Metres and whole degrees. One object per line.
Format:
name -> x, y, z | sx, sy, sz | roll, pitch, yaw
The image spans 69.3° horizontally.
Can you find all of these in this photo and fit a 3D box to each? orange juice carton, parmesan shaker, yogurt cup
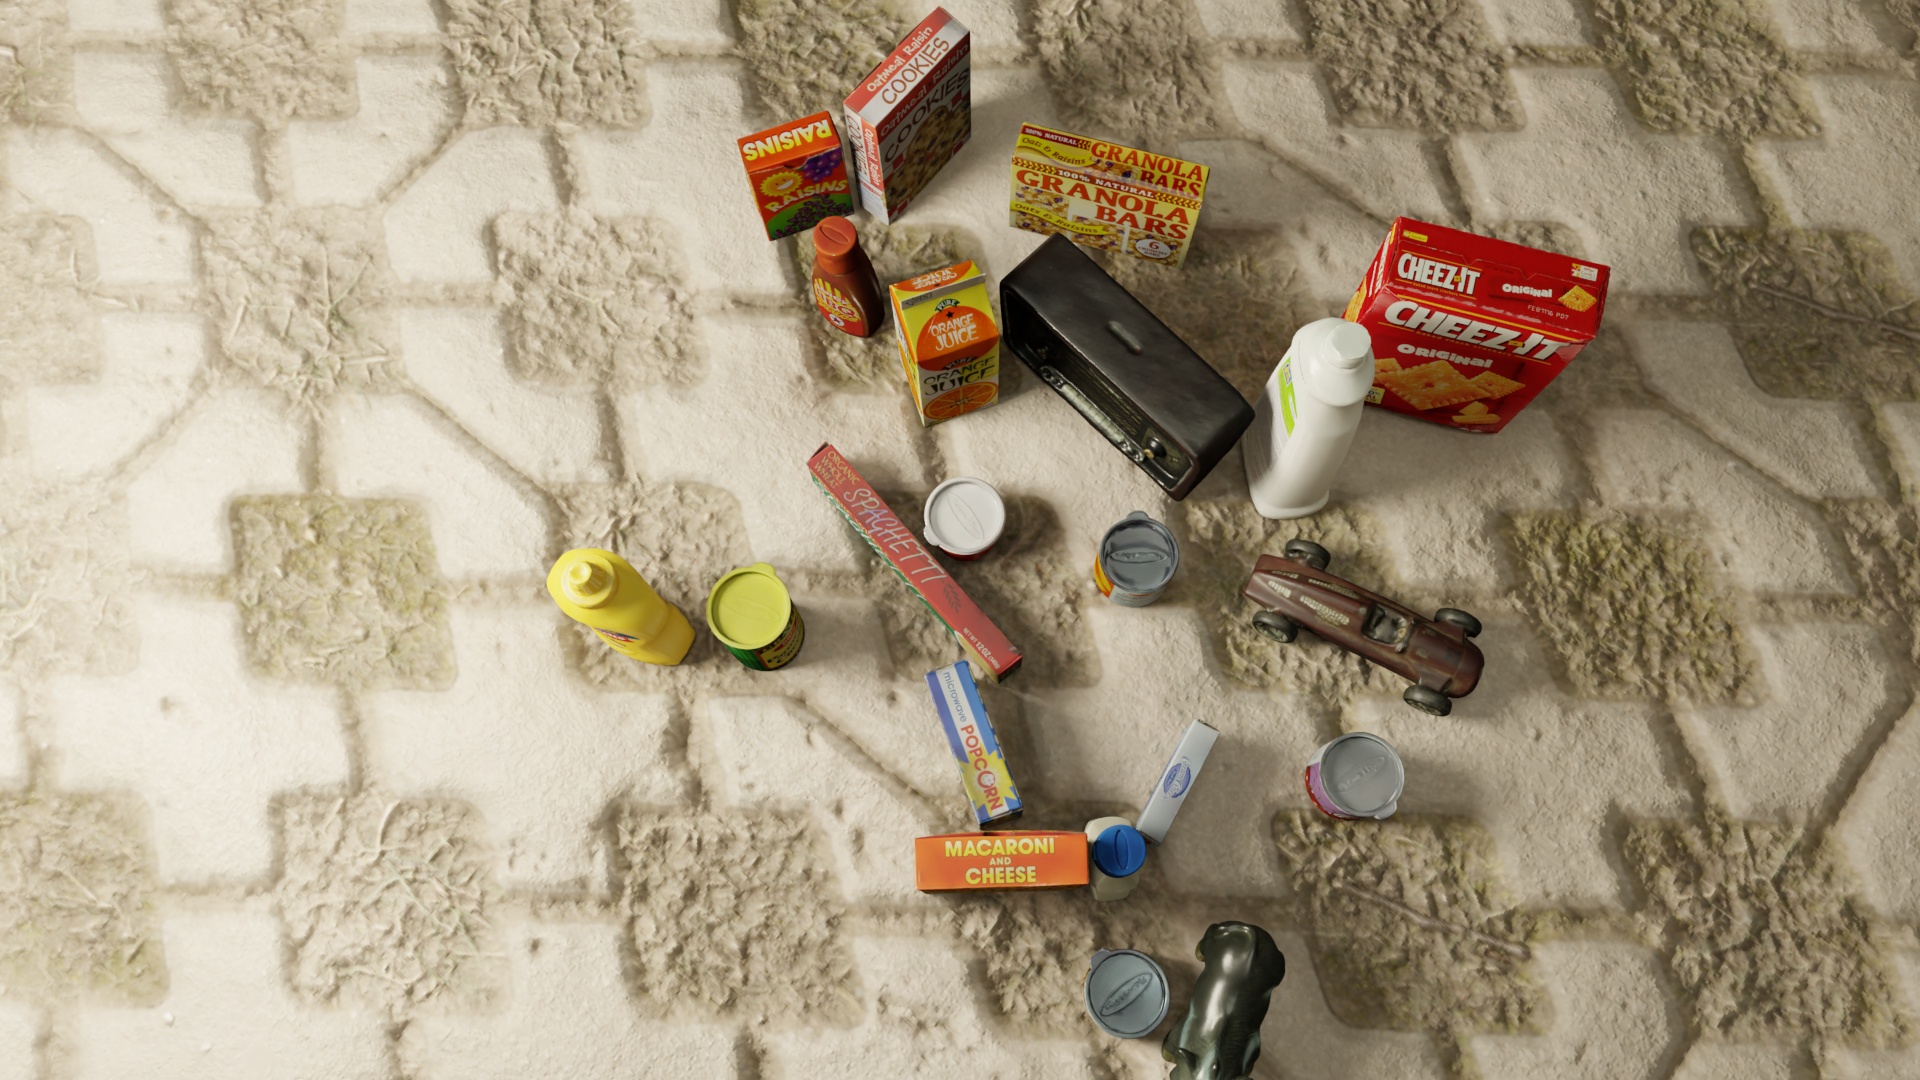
orange juice carton -> -0.012, -0.168, 1.153 | 0.072, 0.192, 0.073 | -18, 75, -4
parmesan shaker -> -0.164, 0.064, 1.134 | 0.071, 0.103, 0.071 | 0, 74, 1
yogurt cup -> 0.004, -0.015, 1.180 | 0.072, 0.053, 0.072 | 0, 74, 1

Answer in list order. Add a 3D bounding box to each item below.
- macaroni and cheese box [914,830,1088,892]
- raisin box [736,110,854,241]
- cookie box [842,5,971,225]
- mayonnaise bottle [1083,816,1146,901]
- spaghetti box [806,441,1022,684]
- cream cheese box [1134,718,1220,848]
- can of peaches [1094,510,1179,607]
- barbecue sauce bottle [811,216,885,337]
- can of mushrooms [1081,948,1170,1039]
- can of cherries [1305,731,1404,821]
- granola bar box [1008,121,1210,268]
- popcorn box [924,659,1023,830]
macaroni and cheese box -> 0.029, 0.244, 1.046 | 0.124, 0.166, 0.040 | -2, 74, 0
raisin box -> -0.145, -0.322, 1.235 | 0.086, 0.123, 0.040 | -18, 75, -4
cookie box -> -0.044, -0.371, 1.226 | 0.040, 0.167, 0.123 | 39, 78, 11
mayonnaise bottle -> 0.116, 0.240, 1.056 | 0.041, 0.147, 0.065 | -4, 74, 0
spaghetti box -> -0.041, 0.018, 1.173 | 0.029, 0.050, 0.250 | -41, 77, -10
cream cheese box -> 0.172, 0.196, 1.117 | 0.024, 0.053, 0.104 | 29, 76, 8
can of peaches -> 0.147, 0.017, 1.167 | 0.071, 0.058, 0.071 | 0, 74, 1
barbecue sauce bottle -> -0.100, -0.228, 1.194 | 0.065, 0.148, 0.044 | 33, 77, 9
can of mushrooms -> 0.127, 0.350, 1.083 | 0.071, 0.033, 0.071 | 0, 74, 1
can of cherries -> 0.316, 0.193, 1.114 | 0.071, 0.058, 0.071 | 0, 74, 1
granola bar box -> 0.128, -0.303, 1.226 | 0.166, 0.124, 0.039 | 15, 75, 5
popcorn box -> 0.011, 0.165, 1.112 | 0.038, 0.085, 0.127 | -20, 75, -5
